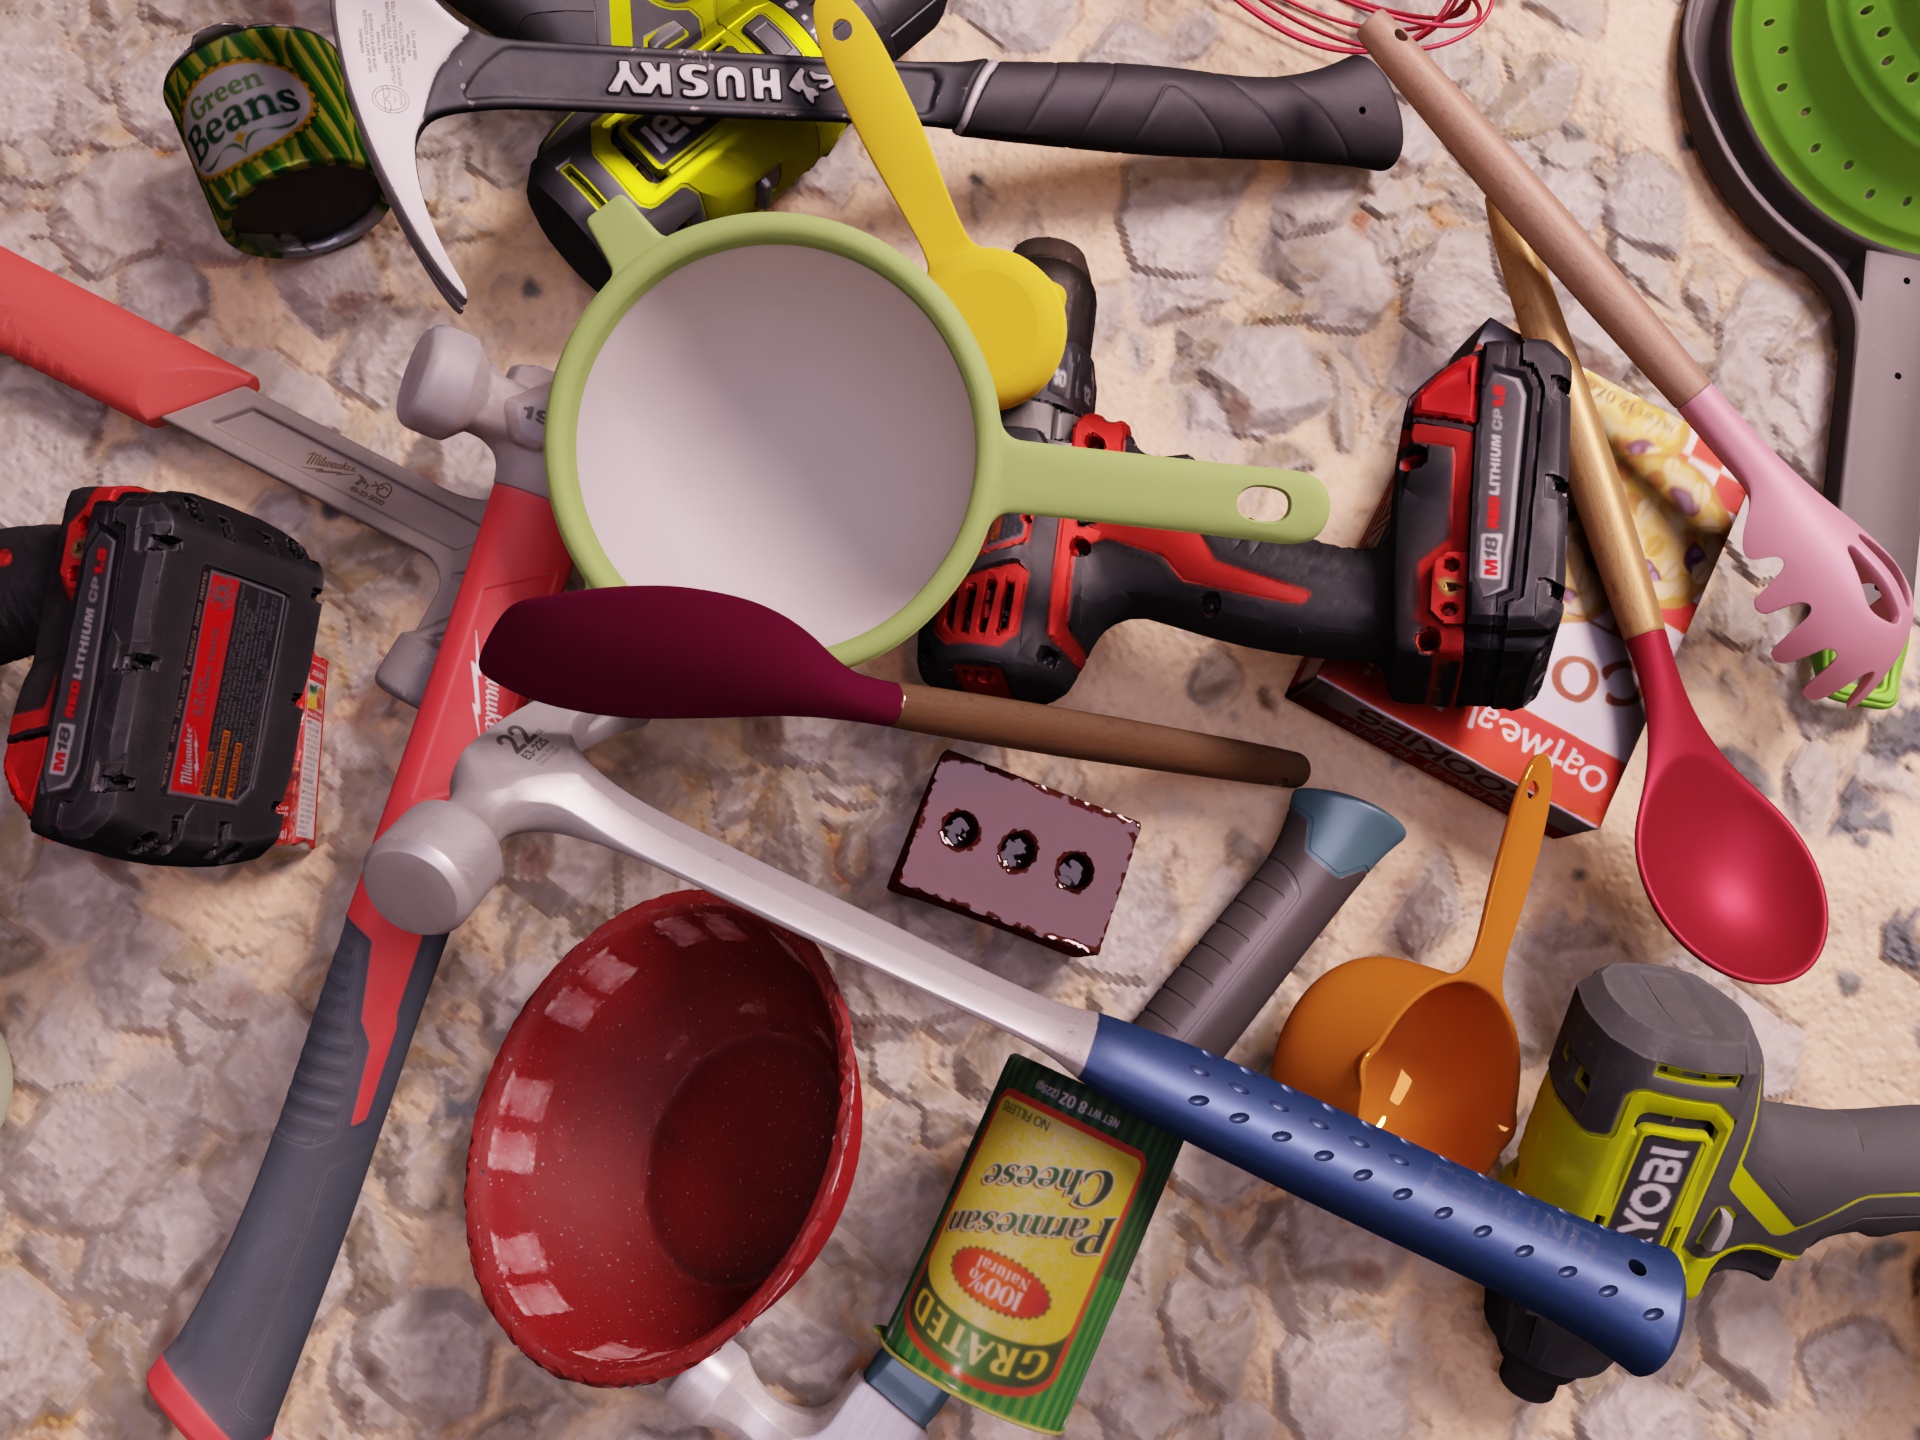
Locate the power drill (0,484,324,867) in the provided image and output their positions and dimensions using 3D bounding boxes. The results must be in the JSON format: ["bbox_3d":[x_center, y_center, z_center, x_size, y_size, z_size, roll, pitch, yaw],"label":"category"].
[{"bbox_3d":[-0.335,-0.014,0.532,0.220,0.078,0.143,5,82,17],"label":"power drill"}]

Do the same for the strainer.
[{"bbox_3d":[-0.007,-0.085,0.542,0.256,0.069,0.151,6,97,2],"label":"strainer"}]

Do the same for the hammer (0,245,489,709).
[{"bbox_3d":[-0.313,-0.145,0.598,0.359,0.036,0.149,27,80,0],"label":"hammer"}]

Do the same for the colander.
[{"bbox_3d":[0.398,-0.203,0.636,0.204,0.094,0.397,11,80,-3],"label":"colander"}]

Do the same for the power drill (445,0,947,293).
[{"bbox_3d":[-0.134,-0.299,0.619,0.190,0.080,0.228,-44,89,-13],"label":"power drill"}]

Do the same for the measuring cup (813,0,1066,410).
[{"bbox_3d":[-0.013,-0.181,0.552,0.062,0.029,0.156,-26,100,9],"label":"measuring cup"}]

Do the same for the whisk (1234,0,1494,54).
[{"bbox_3d":[0.078,-0.341,0.654,0.296,0.073,0.073,21,80,5],"label":"whisk"}]

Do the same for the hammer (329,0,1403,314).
[{"bbox_3d":[-0.013,-0.227,0.589,0.408,0.036,0.149,-5,96,-20],"label":"hammer"}]

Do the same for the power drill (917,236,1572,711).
[{"bbox_3d":[0.100,-0.093,0.584,0.227,0.080,0.188,3,72,15],"label":"power drill"}]

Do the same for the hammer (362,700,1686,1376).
[{"bbox_3d":[0.032,0.093,0.500,0.405,0.144,0.035,25,123,2],"label":"hammer"}]

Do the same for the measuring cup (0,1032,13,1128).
[{"bbox_3d":[-0.406,0.154,0.544,0.167,0.038,0.083,-35,85,-7],"label":"measuring cup"}]

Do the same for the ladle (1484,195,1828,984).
[{"bbox_3d":[0.247,-0.056,0.594,0.069,0.031,0.315,-11,79,-14],"label":"ladle"}]

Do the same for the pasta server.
[{"bbox_3d":[0.251,-0.138,0.596,0.060,0.040,0.316,-38,87,-31],"label":"pasta server"}]

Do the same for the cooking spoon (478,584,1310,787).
[{"bbox_3d":[-0.001,-0.002,0.539,0.318,0.068,0.017,9,53,-31],"label":"cooking spoon"}]

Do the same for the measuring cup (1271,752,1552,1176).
[{"bbox_3d":[0.168,0.090,0.579,0.095,0.052,0.174,28,78,-34],"label":"measuring cup"}]

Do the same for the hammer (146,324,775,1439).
[{"bbox_3d":[-0.181,0.068,0.564,0.143,0.038,0.386,20,86,-32],"label":"hammer"}]

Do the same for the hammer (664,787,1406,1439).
[{"bbox_3d":[0.049,0.154,0.582,0.128,0.033,0.331,40,80,3],"label":"hammer"}]

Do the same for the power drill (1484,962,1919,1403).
[{"bbox_3d":[0.304,0.181,0.560,0.223,0.080,0.171,8,113,-2],"label":"power drill"}]
